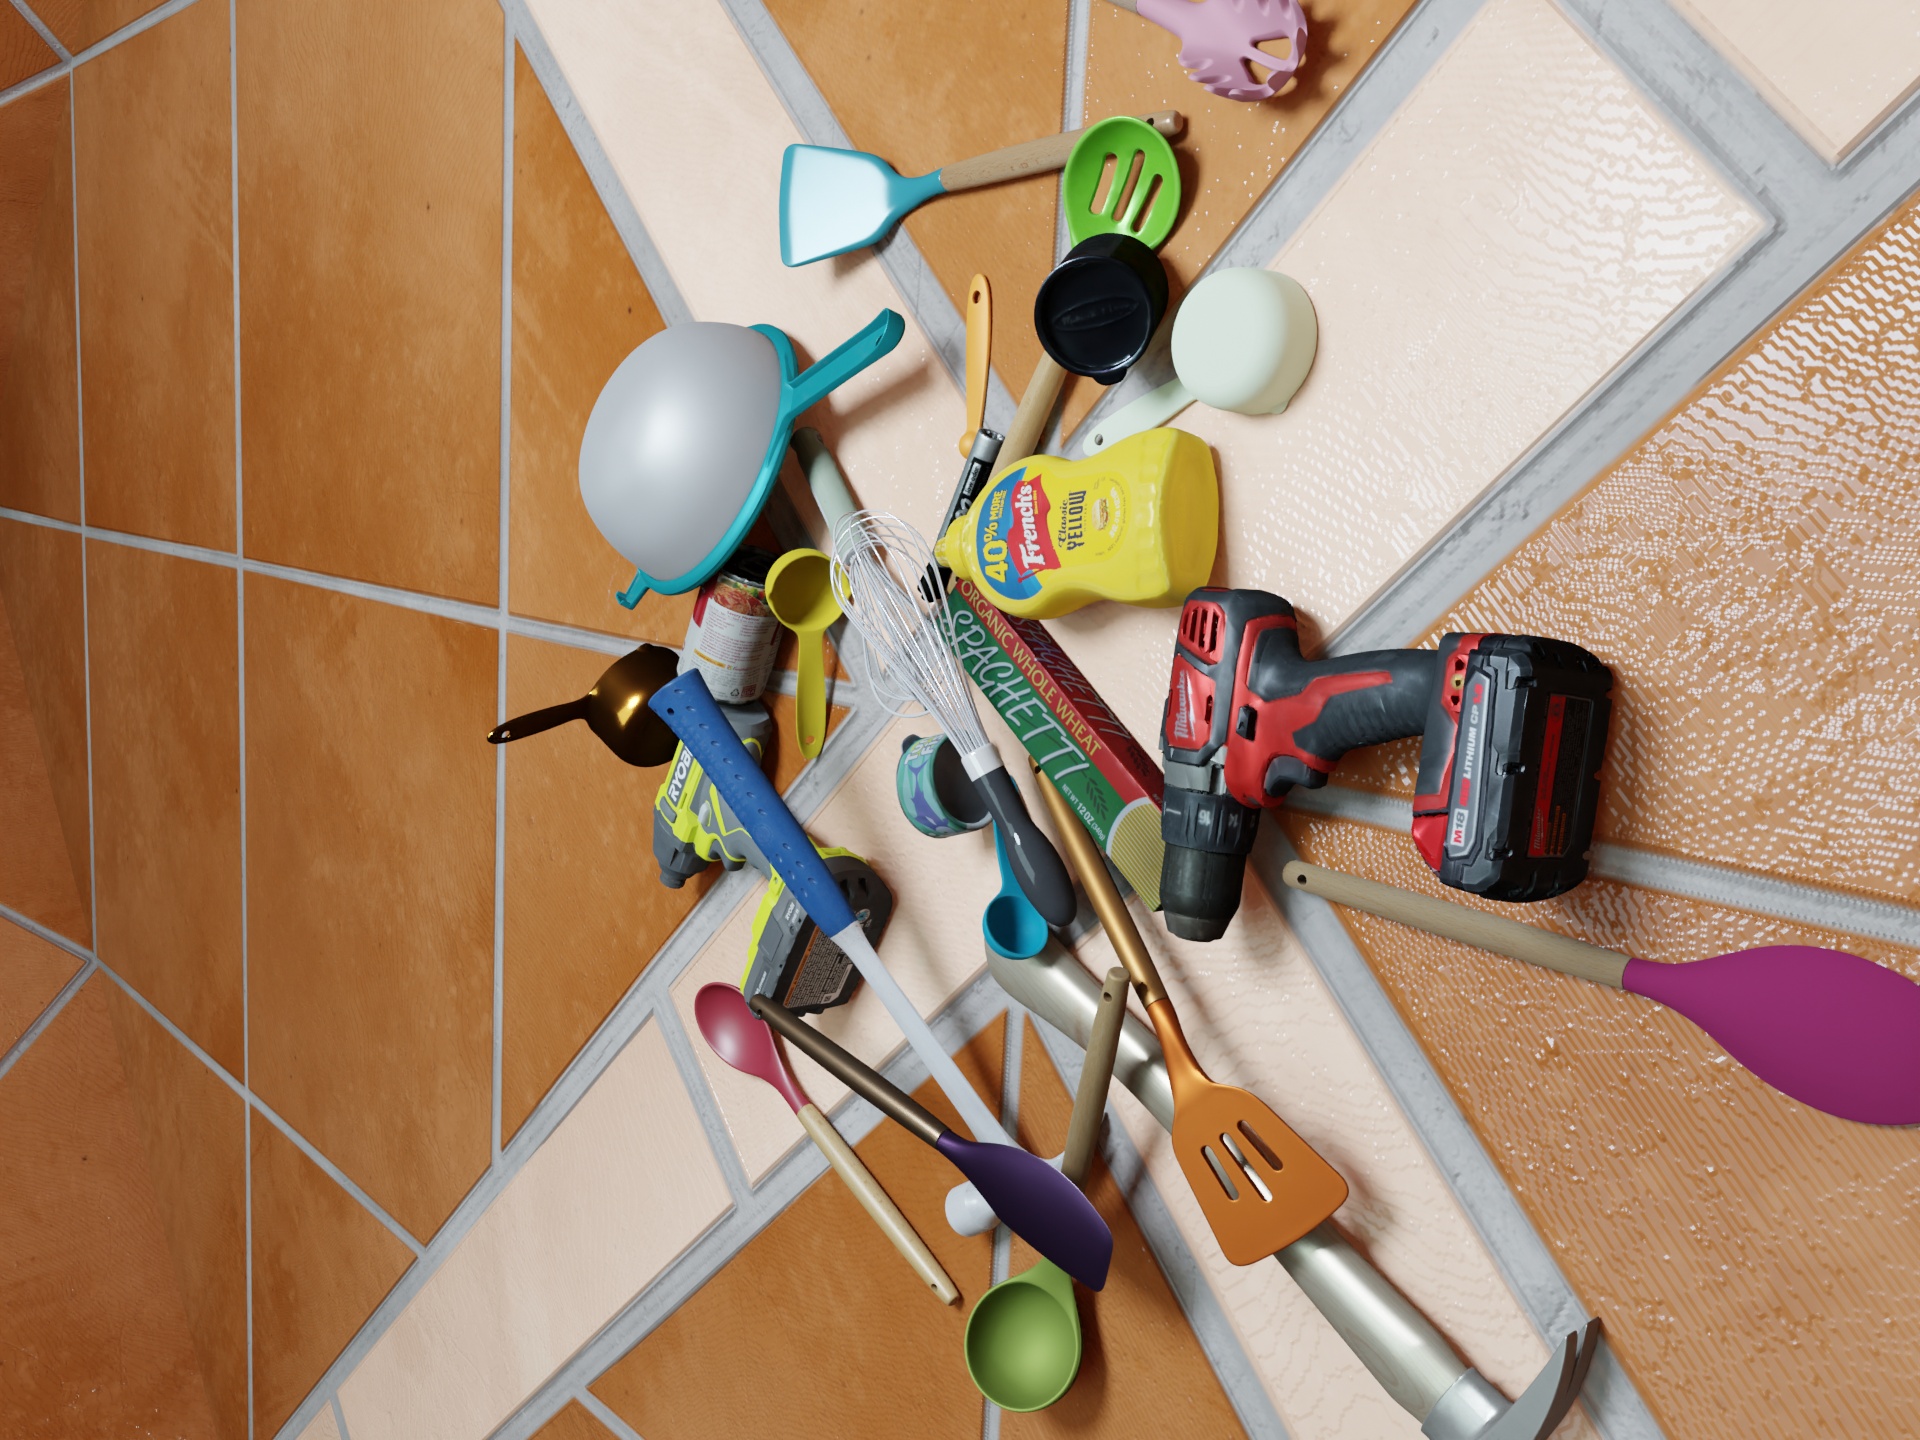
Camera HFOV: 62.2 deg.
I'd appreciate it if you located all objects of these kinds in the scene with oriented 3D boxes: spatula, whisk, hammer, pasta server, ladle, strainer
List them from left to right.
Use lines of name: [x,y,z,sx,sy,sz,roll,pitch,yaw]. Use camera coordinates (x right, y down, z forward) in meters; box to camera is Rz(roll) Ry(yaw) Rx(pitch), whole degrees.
strainer: [-0.172,-0.217,1.088,0.340,0.095,0.211,-20,57,49]
ladle: [-0.100,0.303,1.160,0.316,0.031,0.069,43,126,34]
hammer: [-0.064,0.138,1.010,0.144,0.035,0.405,-38,86,40]
whisk: [-0.066,-0.105,1.075,0.059,0.057,0.247,-30,63,8]
spatula: [-0.027,0.242,0.975,0.316,0.018,0.059,26,117,39]
whisk: [-0.001,-0.003,0.965,0.070,0.070,0.285,-33,83,44]
spatula: [0.002,-0.339,0.980,0.318,0.044,0.082,5,95,46]
ladle: [0.057,0.279,0.929,0.078,0.062,0.320,29,124,33]
pasta server: [0.082,-0.415,0.891,0.317,0.040,0.060,45,112,37]
spatula: [0.106,0.142,0.895,0.081,0.041,0.323,-43,49,23]
hammer: [0.151,0.234,0.875,0.411,0.038,0.146,44,122,36]

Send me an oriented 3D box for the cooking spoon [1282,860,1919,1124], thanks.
cooking spoon: [0.283,0.110,0.733,0.319,0.017,0.068,15,104,45]

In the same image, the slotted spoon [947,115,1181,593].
slotted spoon: [0.051,-0.205,0.949,0.070,0.031,0.313,30,121,11]

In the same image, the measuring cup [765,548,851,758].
measuring cup: [-0.110,-0.048,1.132,0.029,0.062,0.156,-133,40,-58]

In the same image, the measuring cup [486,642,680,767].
measuring cup: [-0.262,0.004,1.180,0.052,0.173,0.095,41,130,28]

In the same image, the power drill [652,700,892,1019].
power drill: [-0.153,0.107,1.167,0.223,0.080,0.171,47,125,38]

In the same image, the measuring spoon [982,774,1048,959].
measuring spoon: [0.028,0.091,0.981,0.021,0.042,0.129,128,147,-49]

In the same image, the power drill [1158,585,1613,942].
power drill: [0.187,0.033,0.781,0.227,0.080,0.188,11,94,50]

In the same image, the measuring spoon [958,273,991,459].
measuring spoon: [0.007,-0.223,1.007,0.021,0.011,0.117,11,101,46]

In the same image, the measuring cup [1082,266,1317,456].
measuring cup: [0.117,-0.186,0.871,0.167,0.038,0.083,-27,74,43]
